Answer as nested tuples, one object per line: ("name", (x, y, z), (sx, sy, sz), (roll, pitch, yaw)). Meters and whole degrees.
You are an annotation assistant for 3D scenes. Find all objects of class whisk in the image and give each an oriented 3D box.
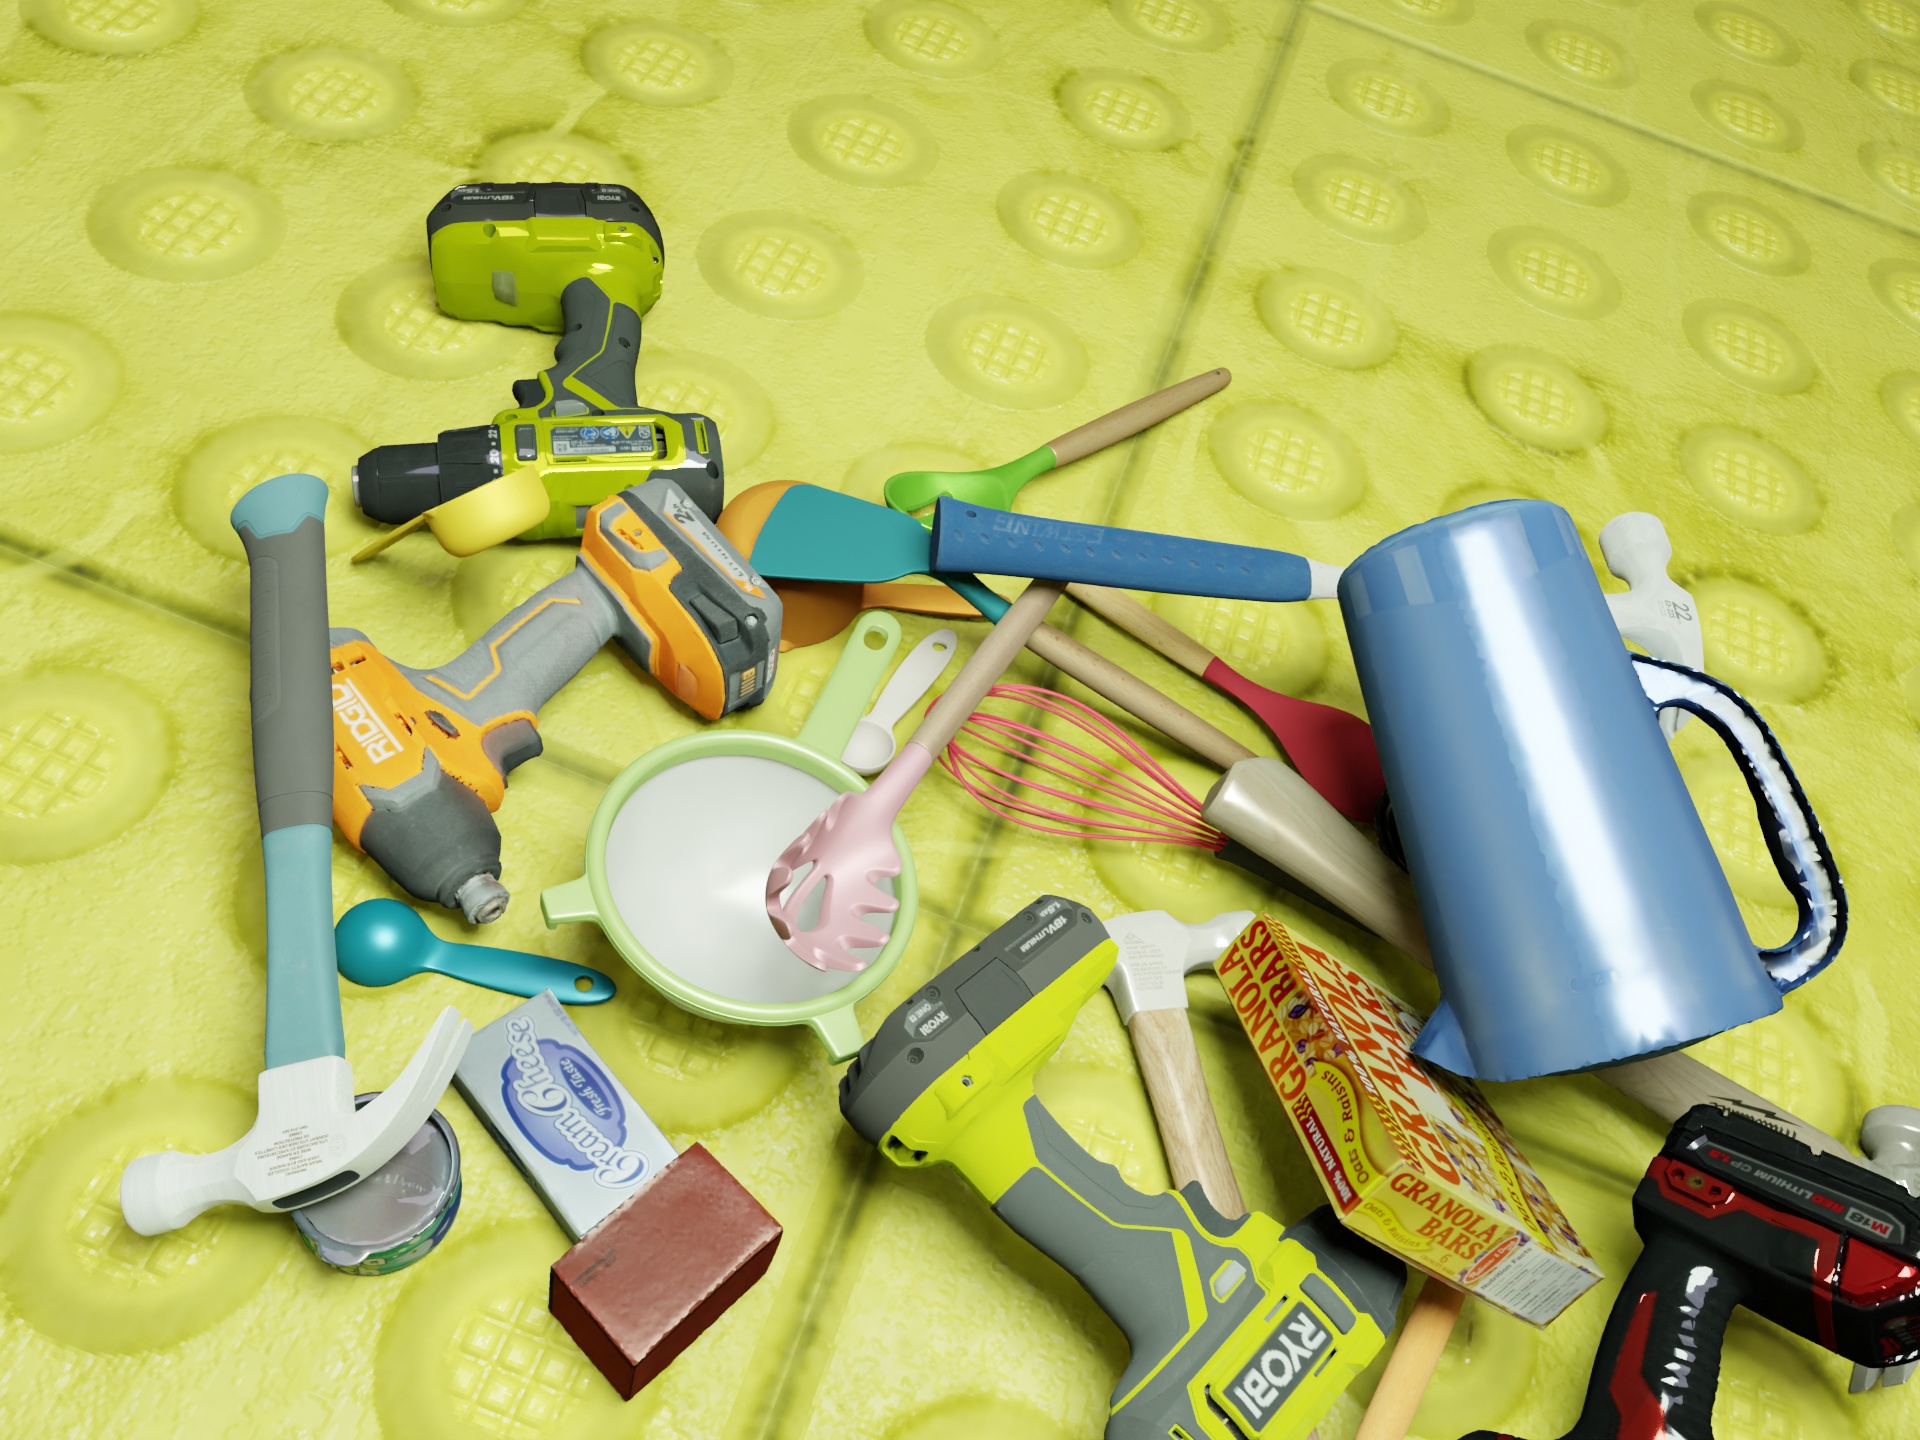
("whisk", (0.118, 0.053, 0.819), (0.296, 0.073, 0.073), (23, 52, -3))

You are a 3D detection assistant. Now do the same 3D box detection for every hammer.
("hammer", (-0.283, 0.037, 0.672), (0.128, 0.033, 0.331), (-11, 64, -5))
("hammer", (0.292, 0.153, 0.769), (0.410, 0.038, 0.146), (33, 54, 1))
("hammer", (0.115, 0.235, 0.698), (0.130, 0.031, 0.332), (-2, 56, -17))
("hammer", (0.187, -0.067, 0.811), (0.405, 0.035, 0.144), (6, 52, -8))

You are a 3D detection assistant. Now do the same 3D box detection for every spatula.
("spatula", (0.042, -0.035, 0.845), (0.317, 0.044, 0.082), (31, 41, -12))
("spatula", (0.164, 0.290, 0.637), (0.081, 0.041, 0.323), (30, 45, 18))

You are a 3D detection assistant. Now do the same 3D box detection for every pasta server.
("pasta server", (-0.001, -0.002, 0.752), (0.060, 0.040, 0.316), (54, 49, -20))

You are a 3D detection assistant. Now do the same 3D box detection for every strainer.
("strainer", (-0.085, 0.047, 0.764), (0.151, 0.069, 0.256), (26, 46, -3))

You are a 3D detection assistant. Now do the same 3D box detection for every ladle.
("ladle", (0.121, -0.045, 0.909), (0.315, 0.031, 0.069), (35, 46, 14))

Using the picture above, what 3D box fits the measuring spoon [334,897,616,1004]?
("measuring spoon", (-0.218, 0.105, 0.712), (0.128, 0.021, 0.042), (12, 53, -4))

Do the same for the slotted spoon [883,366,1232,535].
("slotted spoon", (0.071, -0.167, 0.972), (0.070, 0.031, 0.314), (39, 48, 24))

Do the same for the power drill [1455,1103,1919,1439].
("power drill", (0.309, 0.283, 0.615), (0.188, 0.080, 0.227), (21, 61, 45))

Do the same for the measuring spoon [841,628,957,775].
("measuring spoon", (-0.032, -0.010, 0.854), (0.034, 0.018, 0.124), (26, 45, 11))

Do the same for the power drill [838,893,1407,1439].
("power drill", (0.073, 0.189, 0.655), (0.171, 0.080, 0.223), (-33, 72, -37))

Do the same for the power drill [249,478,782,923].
("power drill", (-0.198, -0.009, 0.768), (0.226, 0.084, 0.164), (-32, 68, -27))

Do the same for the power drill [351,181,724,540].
("power drill", (-0.241, -0.197, 0.896), (0.190, 0.080, 0.229), (-5, 58, -14))

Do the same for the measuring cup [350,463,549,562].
("measuring cup", (-0.258, -0.090, 0.789), (0.062, 0.156, 0.029), (-39, 108, -44))

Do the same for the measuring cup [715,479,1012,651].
("measuring cup", (-0.052, -0.086, 0.876), (0.173, 0.052, 0.095), (5, 53, -8))
